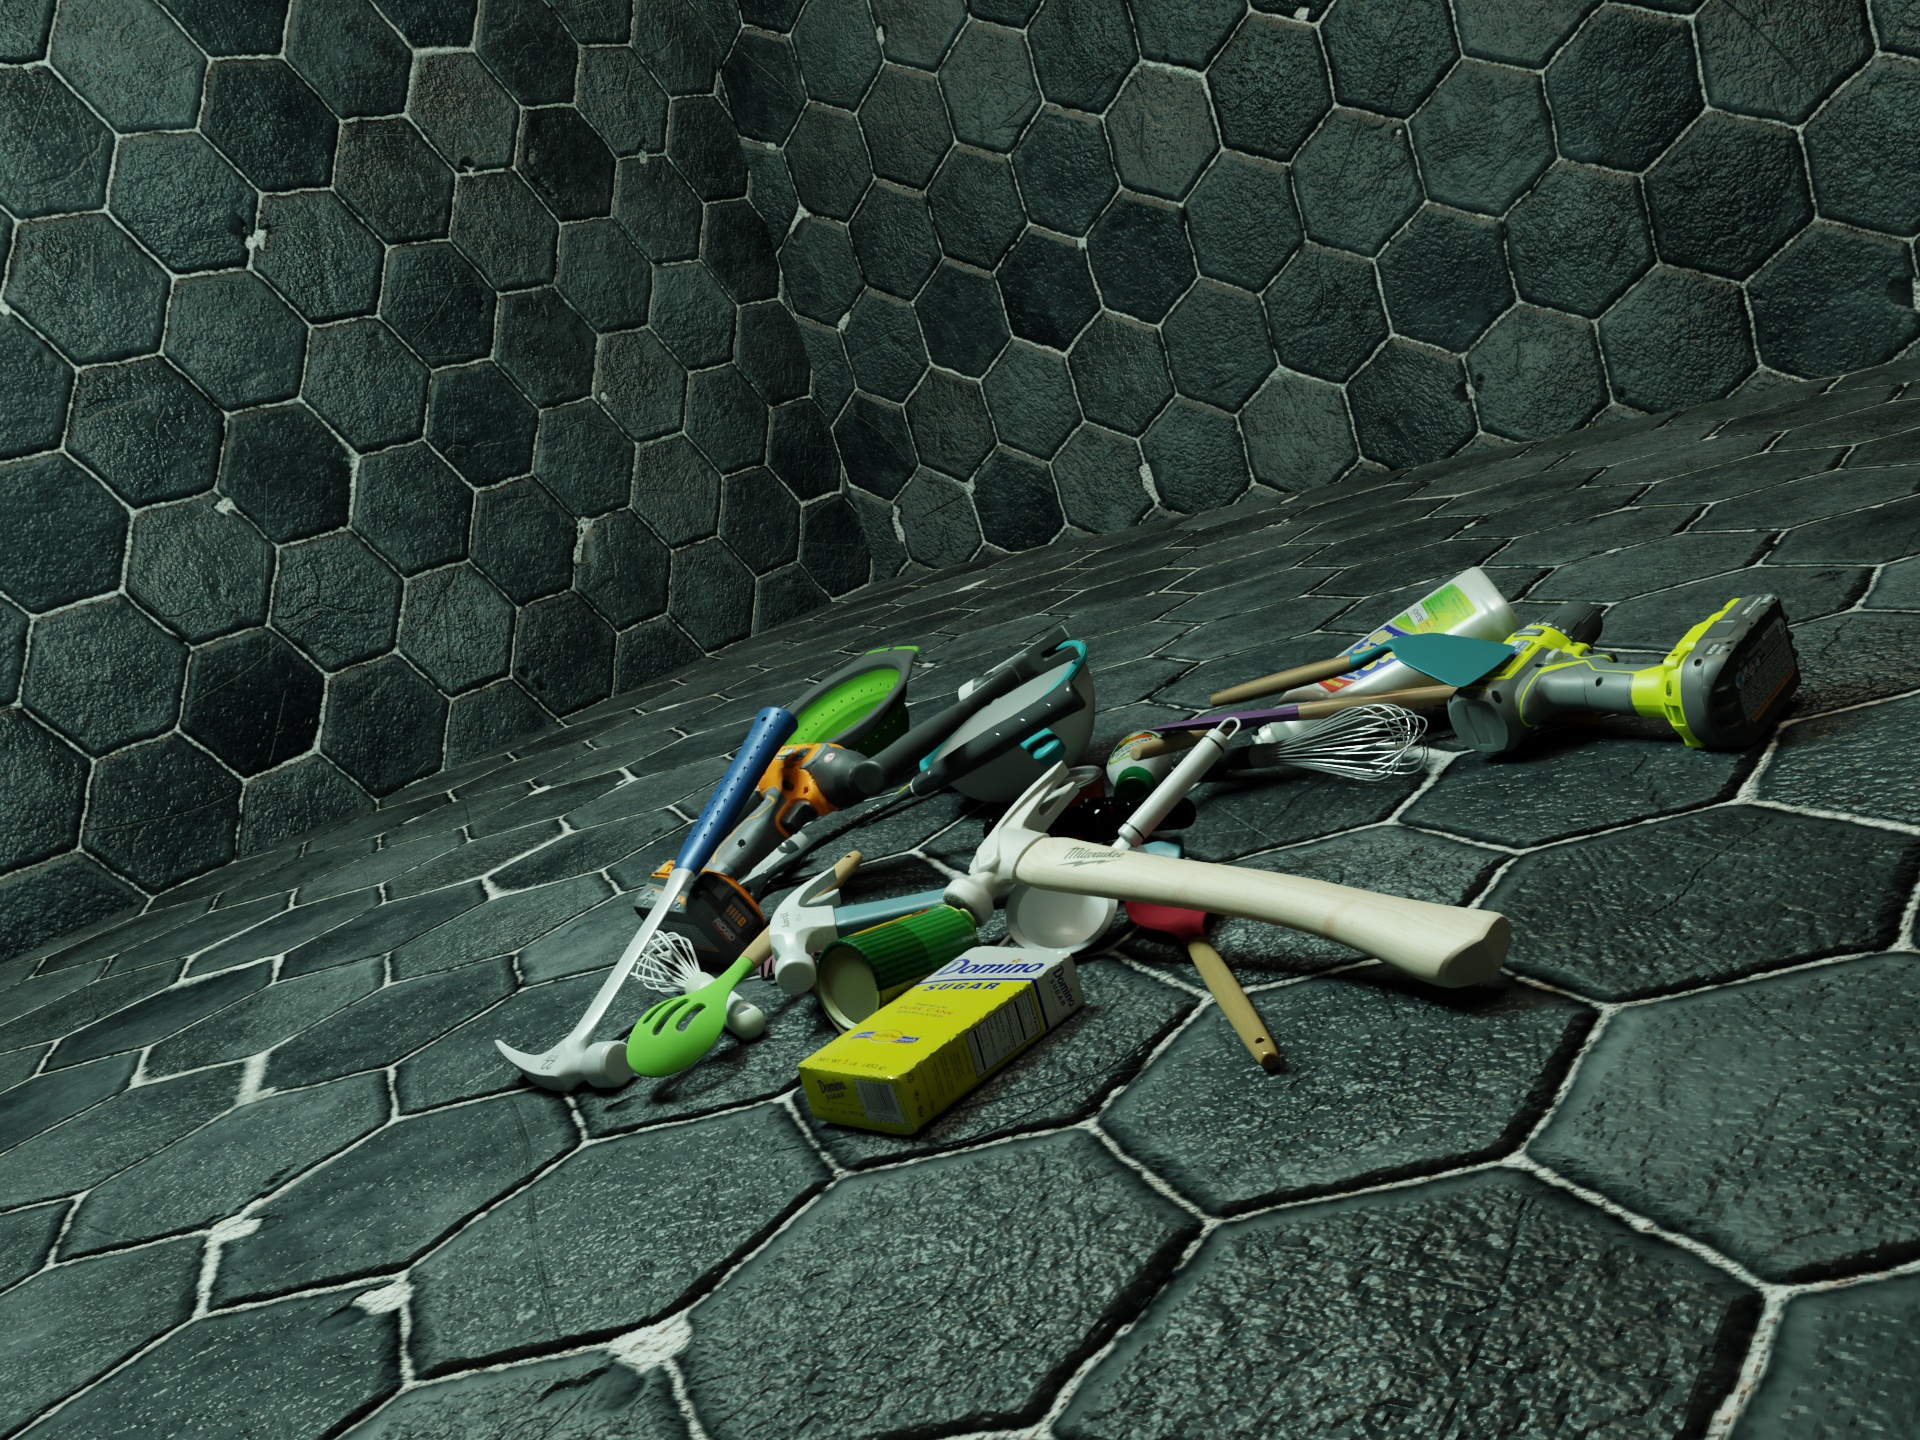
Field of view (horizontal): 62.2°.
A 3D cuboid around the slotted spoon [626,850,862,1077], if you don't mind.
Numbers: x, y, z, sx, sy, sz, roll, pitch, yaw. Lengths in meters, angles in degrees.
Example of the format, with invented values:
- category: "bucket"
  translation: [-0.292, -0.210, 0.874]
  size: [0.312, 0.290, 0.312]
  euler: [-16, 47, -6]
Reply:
- category: "slotted spoon"
  translation: [-0.155, 0.176, 1.238]
  size: [0.070, 0.031, 0.314]
  euler: [4, 24, 25]

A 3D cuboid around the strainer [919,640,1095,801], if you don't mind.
- category: "strainer"
  translation: [0.077, 0.028, 1.565]
  size: [0.211, 0.095, 0.340]
  euler: [-38, 13, -1]

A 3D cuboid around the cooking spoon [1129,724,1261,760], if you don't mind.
- category: "cooking spoon"
  translation: [0.248, 0.008, 1.502]
  size: [0.069, 0.017, 0.318]
  euler: [-9, 2, 38]

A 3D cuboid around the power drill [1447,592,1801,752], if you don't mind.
- category: "power drill"
  translation: [0.526, -0.044, 1.257]
  size: [0.190, 0.080, 0.228]
  euler: [-37, 22, -33]

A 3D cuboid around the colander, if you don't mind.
- category: "colander"
  translation: [-0.174, 0.067, 1.856]
  size: [0.204, 0.094, 0.397]
  euler: [-3, 36, 50]

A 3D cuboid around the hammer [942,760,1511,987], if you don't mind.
- category: "hammer"
  translation: [0.168, 0.103, 1.043]
  size: [0.411, 0.038, 0.146]
  euler: [6, 46, 47]

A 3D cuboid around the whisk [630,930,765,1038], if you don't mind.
- category: "whisk"
  translation: [-0.213, 0.211, 1.280]
  size: [0.058, 0.059, 0.246]
  euler: [-21, 17, -26]

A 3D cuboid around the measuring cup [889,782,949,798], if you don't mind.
- category: "measuring cup"
  translation: [-0.045, 0.079, 1.725]
  size: [0.156, 0.029, 0.062]
  euler: [-35, -4, -19]

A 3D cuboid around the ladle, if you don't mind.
- category: "ladle"
  translation: [0.162, 0.155, 1.040]
  size: [0.069, 0.031, 0.315]
  euler: [-25, 13, 2]

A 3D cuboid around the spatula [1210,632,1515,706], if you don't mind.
- category: "spatula"
  translation: [0.330, -0.035, 1.392]
  size: [0.082, 0.044, 0.317]
  euler: [-30, 7, -33]

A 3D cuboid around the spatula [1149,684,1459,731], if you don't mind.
- category: "spatula"
  translation: [0.322, -0.010, 1.392]
  size: [0.316, 0.018, 0.059]
  euler: [-7, -2, 10]

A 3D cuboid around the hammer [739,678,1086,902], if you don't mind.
- category: "hammer"
  translation: [-0.052, 0.068, 1.481]
  size: [0.409, 0.036, 0.149]
  euler: [-31, 8, 28]

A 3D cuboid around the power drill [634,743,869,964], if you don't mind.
- category: "power drill"
  translation: [-0.171, 0.109, 1.427]
  size: [0.164, 0.084, 0.226]
  euler: [-3, 42, 51]

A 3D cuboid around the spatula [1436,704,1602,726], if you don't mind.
- category: "spatula"
  translation: [0.442, -0.010, 1.432]
  size: [0.081, 0.041, 0.323]
  euler: [-23, 17, -24]

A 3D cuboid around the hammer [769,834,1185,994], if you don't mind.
- category: "hammer"
  translation: [0.017, 0.136, 1.226]
  size: [0.331, 0.033, 0.128]
  euler: [-11, 24, -6]

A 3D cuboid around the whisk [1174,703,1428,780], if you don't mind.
- category: "whisk"
  translation: [0.291, 0.029, 1.396]
  size: [0.070, 0.070, 0.284]
  euler: [-26, 9, -36]

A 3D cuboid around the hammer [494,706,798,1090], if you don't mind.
- category: "hammer"
  translation: [-0.242, 0.137, 1.329]
  size: [0.144, 0.035, 0.406]
  euler: [-11, 37, 36]

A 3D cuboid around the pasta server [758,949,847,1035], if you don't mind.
- category: "pasta server"
  translation: [-0.103, 0.206, 1.199]
  size: [0.060, 0.040, 0.316]
  euler: [-20, 16, -15]

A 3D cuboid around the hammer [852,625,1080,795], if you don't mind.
- category: "hammer"
  translation: [-0.002, -0.005, 1.466]
  size: [0.146, 0.035, 0.335]
  euler: [-30, 3, 31]

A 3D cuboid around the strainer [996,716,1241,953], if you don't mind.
- category: "strainer"
  translation: [0.123, 0.093, 1.178]
  size: [0.258, 0.050, 0.087]
  euler: [-46, 48, -9]
